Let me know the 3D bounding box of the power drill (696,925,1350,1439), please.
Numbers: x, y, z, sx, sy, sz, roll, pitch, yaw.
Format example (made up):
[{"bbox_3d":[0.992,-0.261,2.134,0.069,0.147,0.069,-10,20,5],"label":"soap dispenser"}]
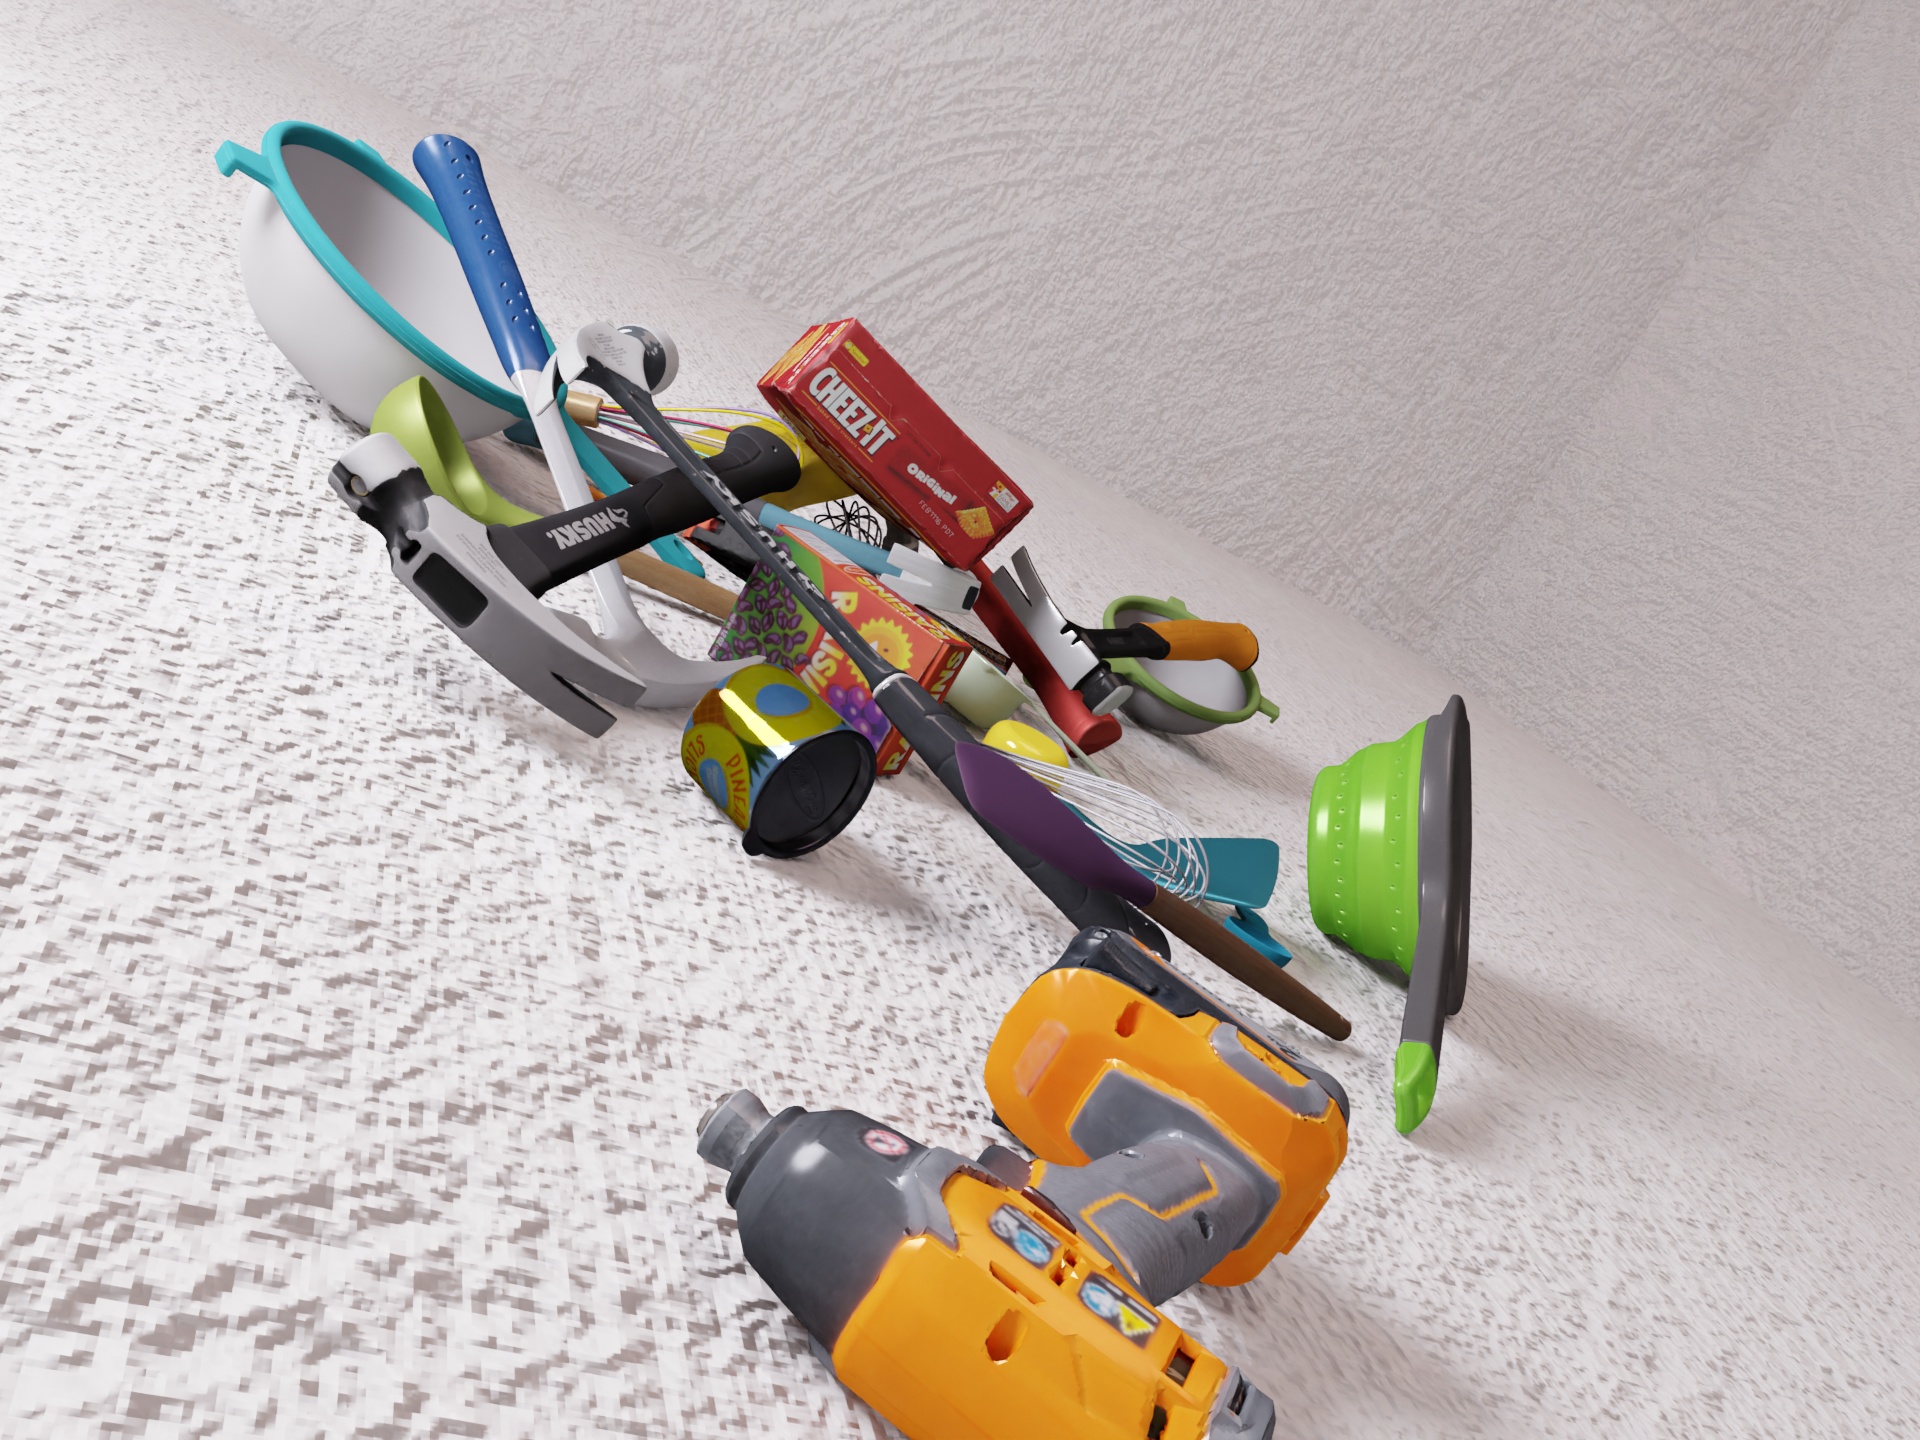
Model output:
[{"bbox_3d":[0.028,0.138,0.482,0.164,0.084,0.226,34,19,14],"label":"power drill"}]

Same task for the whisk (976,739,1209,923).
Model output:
[{"bbox_3d":[0.010,0.026,0.879,0.285,0.070,0.070,30,14,18],"label":"whisk"}]

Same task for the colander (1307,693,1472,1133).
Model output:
[{"bbox_3d":[0.251,0.116,0.962,0.094,0.204,0.397,0,22,21],"label":"colander"}]

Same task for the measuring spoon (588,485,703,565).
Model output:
[{"bbox_3d":[-0.211,-0.126,1.021,0.117,0.011,0.021,33,-8,19],"label":"measuring spoon"}]

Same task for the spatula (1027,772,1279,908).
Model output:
[{"bbox_3d":[0.037,0.027,0.935,0.317,0.044,0.082,30,29,3],"label":"spatula"}]

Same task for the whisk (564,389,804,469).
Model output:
[{"bbox_3d":[-0.229,-0.203,1.097,0.245,0.047,0.051,13,49,-2],"label":"whisk"}]

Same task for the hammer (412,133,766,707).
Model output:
[{"bbox_3d":[-0.221,-0.170,0.848,0.144,0.035,0.406,16,40,-51],"label":"hammer"}]

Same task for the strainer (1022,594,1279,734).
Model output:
[{"bbox_3d":[0.134,-0.028,1.297,0.256,0.069,0.152,-7,50,-43],"label":"strainer"}]

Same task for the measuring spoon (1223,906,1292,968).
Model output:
[{"bbox_3d":[0.167,0.127,0.930,0.042,0.021,0.128,31,5,5],"label":"measuring spoon"}]

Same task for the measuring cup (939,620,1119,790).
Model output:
[{"bbox_3d":[0.036,0.004,1.042,0.167,0.038,0.083,43,3,-8],"label":"measuring cup"}]

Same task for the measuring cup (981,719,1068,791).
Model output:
[{"bbox_3d":[-0.002,-0.003,0.983,0.156,0.029,0.062,31,14,-4],"label":"measuring cup"}]

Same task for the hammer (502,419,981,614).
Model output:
[{"bbox_3d":[-0.144,-0.141,1.058,0.331,0.033,0.128,21,6,0],"label":"hammer"}]

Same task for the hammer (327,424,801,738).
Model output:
[{"bbox_3d":[-0.151,-0.097,0.775,0.146,0.035,0.335,48,24,-2],"label":"hammer"}]

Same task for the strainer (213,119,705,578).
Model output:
[{"bbox_3d":[-0.295,-0.186,0.936,0.340,0.095,0.211,49,14,-14],"label":"strainer"}]

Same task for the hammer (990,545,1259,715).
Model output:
[{"bbox_3d":[0.145,-0.065,1.195,0.127,0.034,0.336,55,26,18],"label":"hammer"}]

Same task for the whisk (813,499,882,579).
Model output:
[{"bbox_3d":[-0.075,-0.109,1.164,0.055,0.055,0.239,25,20,-22],"label":"whisk"}]

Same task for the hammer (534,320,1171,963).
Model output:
[{"bbox_3d":[-0.043,-0.028,0.748,0.409,0.036,0.149,48,14,-4],"label":"hammer"}]

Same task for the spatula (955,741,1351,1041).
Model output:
[{"bbox_3d":[0.103,0.092,0.767,0.315,0.018,0.060,36,26,-36],"label":"spatula"}]

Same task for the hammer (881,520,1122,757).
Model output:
[{"bbox_3d":[0.023,-0.100,1.197,0.036,0.149,0.359,-9,40,-24],"label":"hammer"}]

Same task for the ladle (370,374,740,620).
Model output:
[{"bbox_3d":[-0.181,-0.098,0.900,0.319,0.062,0.078,24,29,-36],"label":"ladle"}]
